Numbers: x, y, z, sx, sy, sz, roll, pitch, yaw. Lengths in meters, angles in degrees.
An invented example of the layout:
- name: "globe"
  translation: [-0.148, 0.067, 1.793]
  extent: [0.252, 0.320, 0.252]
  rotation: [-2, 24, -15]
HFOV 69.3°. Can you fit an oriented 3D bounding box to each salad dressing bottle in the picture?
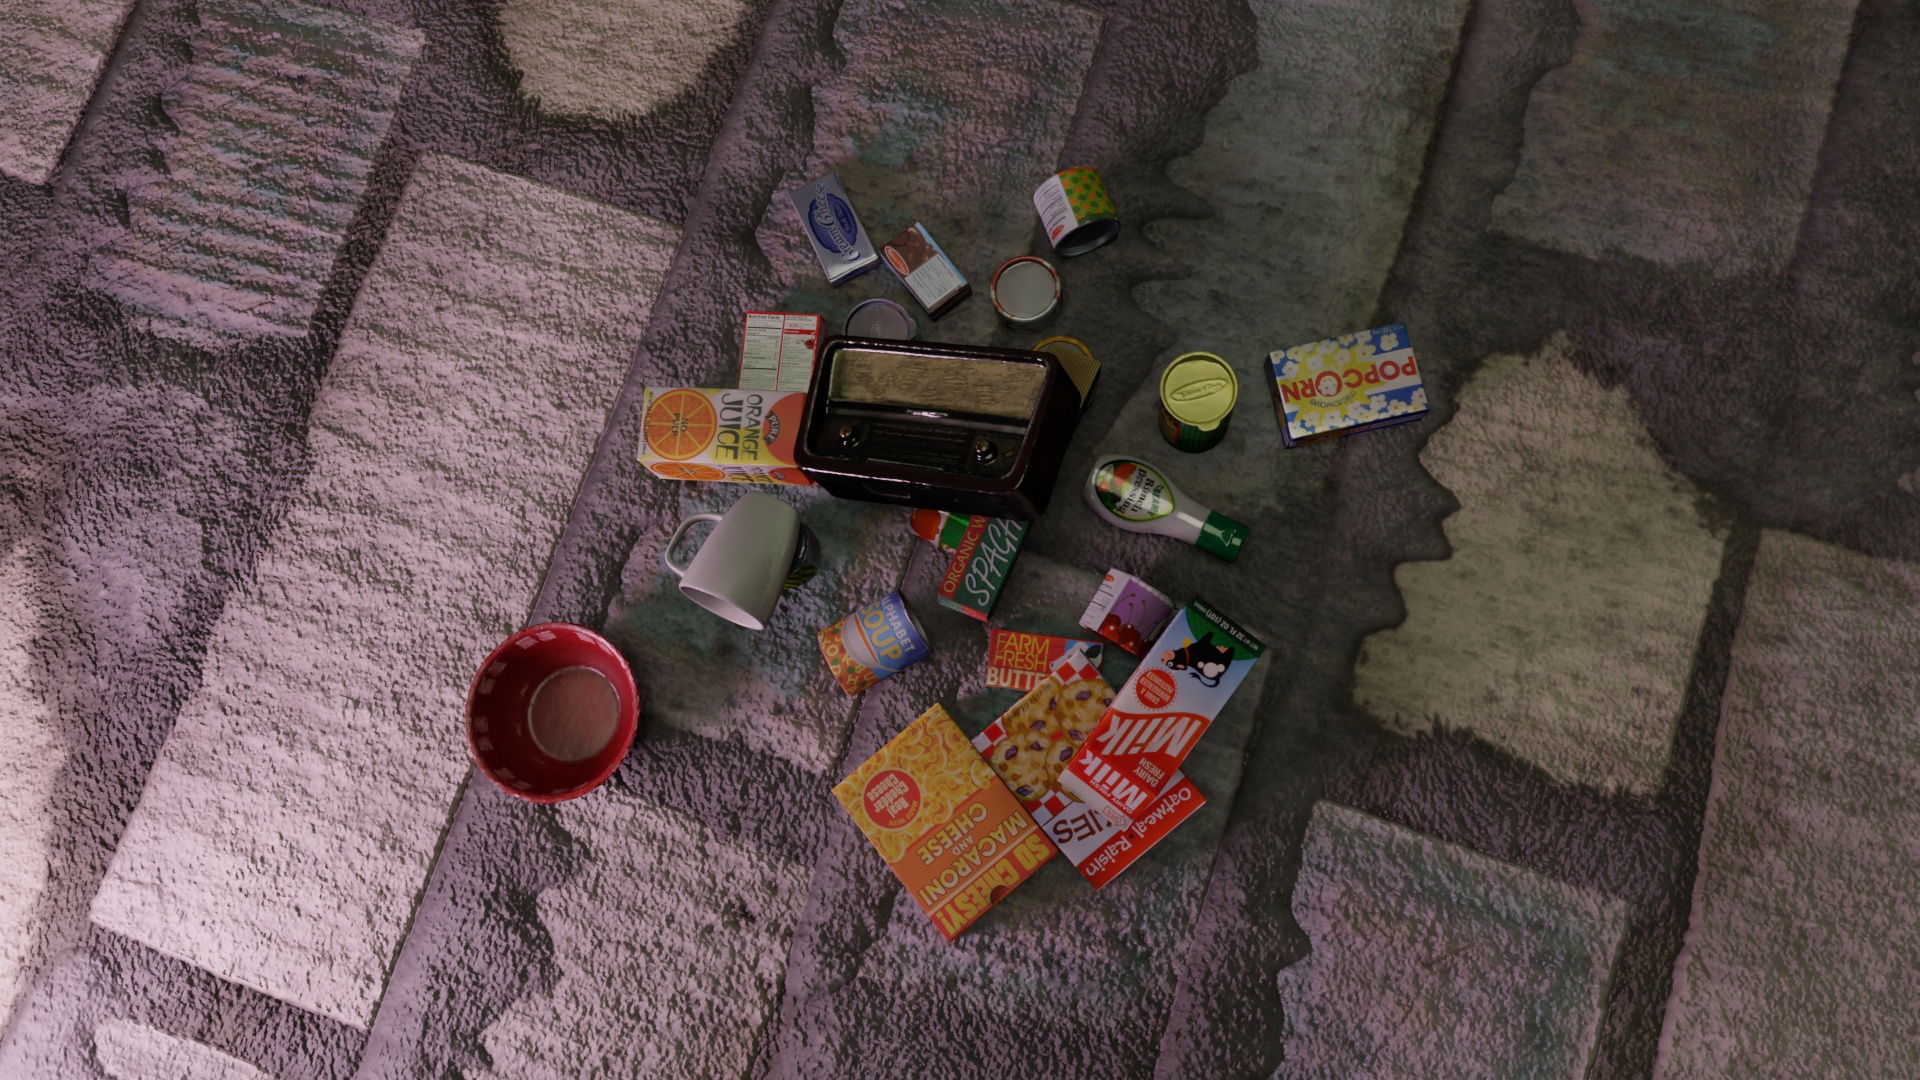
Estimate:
- name: "salad dressing bottle"
  translation: [0.184, -0.027, 1.241]
  extent: [0.148, 0.044, 0.064]
  rotation: [26, 84, 10]

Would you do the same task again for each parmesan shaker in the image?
- name: "parmesan shaker"
  translation: [0.208, -0.117, 1.226]
  extent: [0.071, 0.103, 0.071]
  rotation: [-1, 79, 6]

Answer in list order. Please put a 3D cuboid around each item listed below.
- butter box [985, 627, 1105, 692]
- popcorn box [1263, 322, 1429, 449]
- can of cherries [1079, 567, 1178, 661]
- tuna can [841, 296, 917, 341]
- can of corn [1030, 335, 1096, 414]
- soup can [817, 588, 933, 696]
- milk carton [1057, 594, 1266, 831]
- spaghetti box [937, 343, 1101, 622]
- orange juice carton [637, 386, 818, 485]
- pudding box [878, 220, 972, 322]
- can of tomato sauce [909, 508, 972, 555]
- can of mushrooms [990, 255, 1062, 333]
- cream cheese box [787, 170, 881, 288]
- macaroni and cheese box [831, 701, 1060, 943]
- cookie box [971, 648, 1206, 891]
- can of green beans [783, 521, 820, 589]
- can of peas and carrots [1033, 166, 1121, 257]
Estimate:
- name: "butter box"
  translation: [0.075, 0.111, 1.236]
  extent: [0.103, 0.024, 0.053]
  rotation: [7, 81, 8]
- name: "popcorn box"
  translation: [0.346, -0.139, 1.248]
  extent: [0.127, 0.038, 0.085]
  rotation: [-12, 79, 4]
- name: "can of cherries"
  translation: [0.148, 0.066, 1.216]
  extent: [0.071, 0.071, 0.058]
  rotation: [30, 84, 11]
- name: "tuna can"
  translation: [-0.074, -0.193, 1.307]
  extent: [0.071, 0.033, 0.071]
  rotation: [-1, 79, 6]
- name: "can of corn"
  translation: [0.092, -0.149, 1.267]
  extent: [0.071, 0.058, 0.071]
  rotation: [-1, 79, 6]
- name: "soup can"
  translation: [-0.076, 0.090, 1.232]
  extent: [0.084, 0.071, 0.071]
  rotation: [-28, 78, 1]
- name: "milk carton"
  translation: [0.162, 0.141, 1.132]
  extent: [0.072, 0.073, 0.190]
  rotation: [37, 92, 8]
- name: "spaghetti box"
  translation: [0.052, -0.051, 1.201]
  extent: [0.050, 0.028, 0.250]
  rotation: [23, 79, 10]
- name: "orange juice carton"
  translation: [-0.192, -0.095, 1.280]
  extent: [0.193, 0.073, 0.072]
  rotation: [3, 78, 6]
- name: "pudding box"
  translation: [-0.032, -0.255, 1.316]
  extent: [0.049, 0.030, 0.084]
  rotation: [-38, 78, -1]
- name: "can of tomato sauce"
  translation: [0.004, -0.016, 1.248]
  extent: [0.083, 0.071, 0.071]
  rotation: [27, 83, 11]
- name: "can of mushrooms"
  translation: [0.061, -0.233, 1.300]
  extent: [0.071, 0.033, 0.071]
  rotation: [-1, 80, 7]
- name: "cream cheese box"
  translation: [-0.121, -0.300, 1.337]
  extent: [0.053, 0.024, 0.104]
  rotation: [-26, 77, 1]
- name: "macaroni and cheese box"
  translation: [-0.013, 0.244, 1.211]
  extent: [0.124, 0.040, 0.166]
  rotation: [-40, 77, -1]
- name: "cookie box"
  translation: [0.110, 0.196, 1.194]
  extent: [0.123, 0.040, 0.167]
  rotation: [-40, 85, 3]
- name: "can of green beans"
  translation: [-0.165, 0.008, 1.265]
  extent: [0.071, 0.057, 0.071]
  rotation: [-1, 79, 6]
- name: "can of peas and carrots"
  translation: [0.110, -0.306, 1.294]
  extent: [0.071, 0.071, 0.059]
  rotation: [-21, 77, 2]
